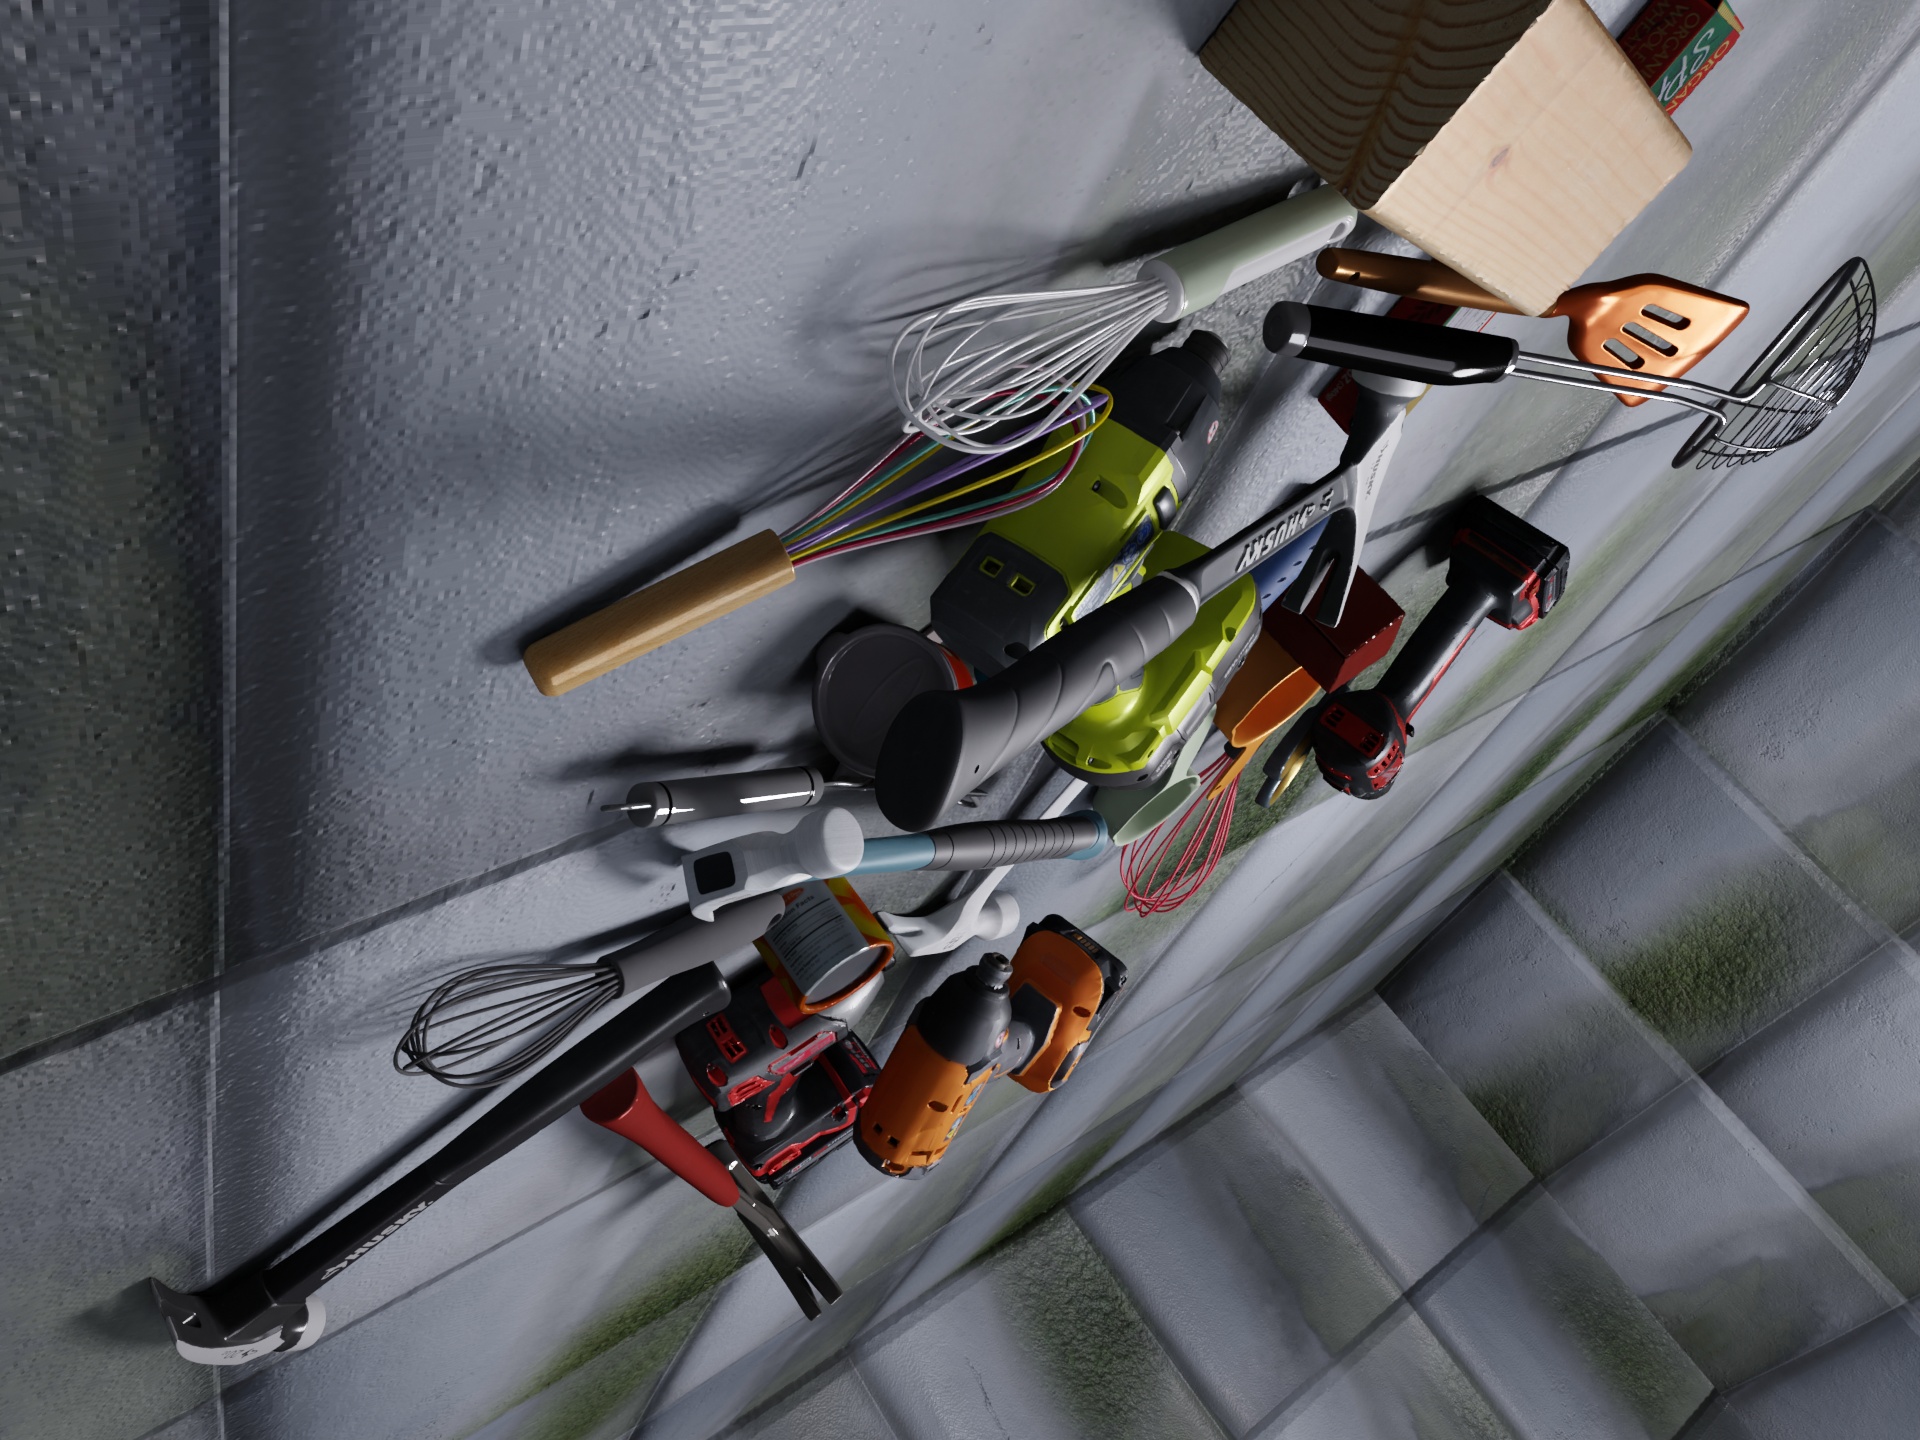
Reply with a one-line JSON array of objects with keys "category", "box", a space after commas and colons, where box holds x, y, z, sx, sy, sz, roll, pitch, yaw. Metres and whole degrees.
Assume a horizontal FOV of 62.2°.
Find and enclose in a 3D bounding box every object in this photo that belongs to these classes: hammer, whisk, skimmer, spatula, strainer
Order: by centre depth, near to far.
[{"category": "whisk", "box": [-0.048, -0.072, 0.595, 0.245, 0.047, 0.051, -28, 155, -14]}, {"category": "whisk", "box": [0.070, -0.159, 0.600, 0.246, 0.059, 0.057, -31, 170, -31]}, {"category": "hammer", "box": [0.095, -0.052, 0.659, 0.409, 0.036, 0.149, -33, 142, -48]}, {"category": "strainer", "box": [-0.067, 0.028, 0.746, 0.087, 0.050, 0.258, 1, -176, 35]}, {"category": "skimmer", "box": [0.290, -0.182, 0.753, 0.363, 0.090, 0.127, 2, 142, -24]}, {"category": "spatula", "box": [0.276, -0.198, 0.770, 0.322, 0.041, 0.081, -7, 151, -42]}, {"category": "whisk", "box": [-0.171, 0.123, 0.784, 0.239, 0.055, 0.055, -19, 152, -50]}, {"category": "hammer", "box": [-0.015, 0.069, 0.842, 0.128, 0.033, 0.330, -18, 169, 33]}, {"category": "hammer", "box": [-0.264, 0.230, 0.844, 0.335, 0.035, 0.146, -36, 159, -3]}, {"category": "hammer", "box": [0.095, 0.015, 0.999, 0.144, 0.035, 0.405, -6, 142, -54]}, {"category": "hammer", "box": [-0.166, 0.301, 1.042, 0.037, 0.149, 0.358, -39, 153, -12]}, {"category": "whisk", "box": [0.198, 0.039, 1.192, 0.073, 0.073, 0.295, -13, 140, -48]}]

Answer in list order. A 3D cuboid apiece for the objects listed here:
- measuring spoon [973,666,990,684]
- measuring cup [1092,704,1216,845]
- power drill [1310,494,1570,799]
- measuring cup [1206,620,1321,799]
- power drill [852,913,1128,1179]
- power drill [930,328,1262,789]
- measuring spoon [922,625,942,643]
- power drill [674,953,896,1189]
[{"category": "measuring spoon", "box": [-0.001, -0.002, 0.772, 0.129, 0.021, 0.042, -55, 158, -38]}, {"category": "measuring cup", "box": [0.135, 0.025, 1.082, 0.083, 0.038, 0.167, -27, 155, -27]}, {"category": "power drill", "box": [0.347, -0.037, 1.179, 0.226, 0.080, 0.187, -52, 158, 1]}, {"category": "measuring cup", "box": [0.188, -0.007, 1.086, 0.095, 0.052, 0.173, -26, 157, -29]}, {"category": "power drill", "box": [0.029, 0.207, 1.089, 0.226, 0.084, 0.164, -14, 135, -60]}, {"category": "power drill", "box": [0.078, -0.066, 0.740, 0.171, 0.080, 0.223, -53, 157, -8]}, {"category": "measuring spoon", "box": [-0.015, -0.030, 0.757, 0.124, 0.018, 0.034, -39, 159, 3]}, {"category": "power drill", "box": [-0.104, 0.219, 1.041, 0.143, 0.079, 0.219, -32, 155, -18]}]
